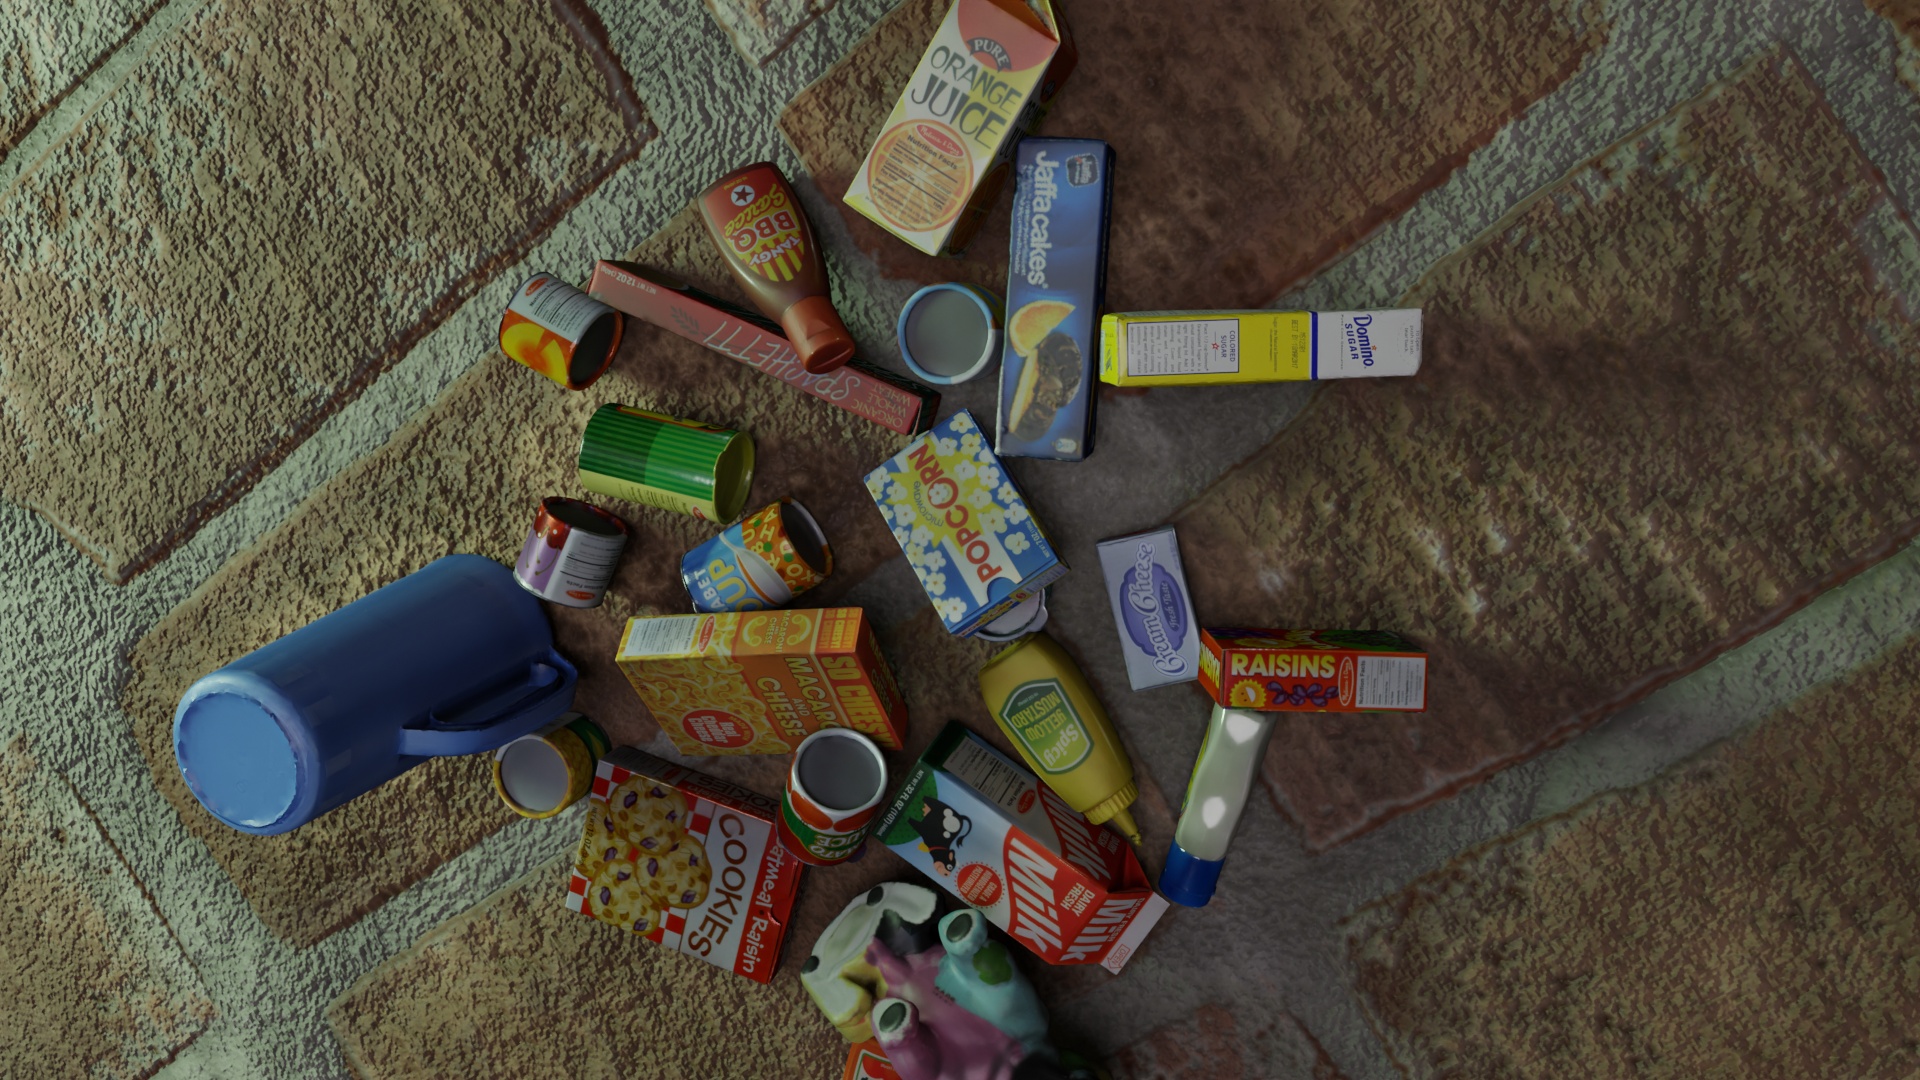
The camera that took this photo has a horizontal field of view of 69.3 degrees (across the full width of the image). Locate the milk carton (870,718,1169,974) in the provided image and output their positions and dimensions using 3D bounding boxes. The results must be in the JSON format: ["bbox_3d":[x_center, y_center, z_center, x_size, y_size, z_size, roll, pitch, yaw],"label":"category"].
[{"bbox_3d":[0.044,0.213,0.937,0.191,0.074,0.072,34,113,7],"label":"milk carton"}]

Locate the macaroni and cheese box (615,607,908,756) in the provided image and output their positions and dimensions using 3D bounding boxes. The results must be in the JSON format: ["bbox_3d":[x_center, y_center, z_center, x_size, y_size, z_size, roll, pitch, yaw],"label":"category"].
[{"bbox_3d":[-0.131,0.098,0.948,0.166,0.040,0.123,-4,140,13],"label":"macaroni and cheese box"}]

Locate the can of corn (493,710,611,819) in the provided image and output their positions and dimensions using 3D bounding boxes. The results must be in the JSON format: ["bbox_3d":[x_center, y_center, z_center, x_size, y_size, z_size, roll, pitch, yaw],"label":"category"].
[{"bbox_3d":[-0.299,0.167,1.023,0.071,0.058,0.071,2,99,14],"label":"can of corn"}]

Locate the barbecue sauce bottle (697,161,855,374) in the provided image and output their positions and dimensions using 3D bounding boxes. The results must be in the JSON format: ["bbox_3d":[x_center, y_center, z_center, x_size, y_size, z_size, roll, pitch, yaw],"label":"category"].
[{"bbox_3d":[-0.116,-0.177,0.910,0.065,0.043,0.149,-27,70,-4],"label":"barbecue sauce bottle"}]

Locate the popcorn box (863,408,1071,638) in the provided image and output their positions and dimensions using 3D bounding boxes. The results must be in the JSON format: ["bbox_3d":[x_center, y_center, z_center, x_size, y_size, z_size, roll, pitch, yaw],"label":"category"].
[{"bbox_3d":[0.003,-0.011,0.907,0.085,0.038,0.127,-34,68,8],"label":"popcorn box"}]

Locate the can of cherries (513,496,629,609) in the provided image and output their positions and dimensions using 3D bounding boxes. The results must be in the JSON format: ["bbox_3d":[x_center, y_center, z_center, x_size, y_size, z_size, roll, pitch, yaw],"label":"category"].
[{"bbox_3d":[-0.279,0.007,0.992,0.071,0.071,0.058,26,104,8],"label":"can of cherries"}]

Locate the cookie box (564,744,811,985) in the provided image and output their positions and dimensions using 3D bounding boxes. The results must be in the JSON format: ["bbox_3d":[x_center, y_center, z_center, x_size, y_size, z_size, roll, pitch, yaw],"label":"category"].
[{"bbox_3d":[-0.196,0.237,1.018,0.167,0.040,0.122,18,102,10],"label":"cookie box"}]

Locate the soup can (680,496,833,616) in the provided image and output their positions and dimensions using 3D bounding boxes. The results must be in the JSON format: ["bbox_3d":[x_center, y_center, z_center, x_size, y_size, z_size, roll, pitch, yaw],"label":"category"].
[{"bbox_3d":[-0.140,0.018,0.957,0.083,0.071,0.071,-30,91,16],"label":"soup can"}]

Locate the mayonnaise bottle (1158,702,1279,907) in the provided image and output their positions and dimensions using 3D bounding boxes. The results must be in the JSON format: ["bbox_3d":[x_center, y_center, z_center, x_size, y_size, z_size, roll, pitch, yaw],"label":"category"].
[{"bbox_3d":[0.168,0.169,0.911,0.041,0.065,0.147,19,106,12],"label":"mayonnaise bottle"}]

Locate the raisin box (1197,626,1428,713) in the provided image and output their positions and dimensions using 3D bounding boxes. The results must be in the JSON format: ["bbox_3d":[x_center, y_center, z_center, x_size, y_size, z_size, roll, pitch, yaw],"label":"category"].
[{"bbox_3d":[0.215,0.080,0.862,0.123,0.086,0.040,2,96,1],"label":"raisin box"}]

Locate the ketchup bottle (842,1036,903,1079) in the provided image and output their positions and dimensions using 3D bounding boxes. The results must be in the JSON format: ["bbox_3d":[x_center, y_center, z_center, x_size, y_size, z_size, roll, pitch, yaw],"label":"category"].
[{"bbox_3d":[-0.061,0.423,1.012,0.065,0.043,0.148,15,102,0],"label":"ketchup bottle"}]

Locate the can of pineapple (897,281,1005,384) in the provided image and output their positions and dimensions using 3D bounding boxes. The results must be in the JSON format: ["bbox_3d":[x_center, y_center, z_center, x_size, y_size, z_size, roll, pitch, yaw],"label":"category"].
[{"bbox_3d":[-0.004,-0.137,0.908,0.071,0.058,0.071,2,99,14],"label":"can of pineapple"}]

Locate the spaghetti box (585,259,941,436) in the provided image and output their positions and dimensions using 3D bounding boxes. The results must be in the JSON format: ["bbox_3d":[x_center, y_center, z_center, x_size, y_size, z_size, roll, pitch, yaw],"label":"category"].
[{"bbox_3d":[-0.132,-0.132,0.944,0.250,0.050,0.028,24,105,9],"label":"spaghetti box"}]

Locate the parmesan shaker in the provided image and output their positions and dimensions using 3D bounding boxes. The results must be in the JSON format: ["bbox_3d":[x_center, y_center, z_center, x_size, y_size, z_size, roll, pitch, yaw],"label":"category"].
[{"bbox_3d":[-0.203,-0.055,0.961,0.103,0.071,0.071,14,101,12],"label":"parmesan shaker"}]

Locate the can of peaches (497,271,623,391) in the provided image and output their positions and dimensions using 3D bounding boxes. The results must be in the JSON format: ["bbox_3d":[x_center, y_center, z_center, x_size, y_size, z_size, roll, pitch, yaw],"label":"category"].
[{"bbox_3d":[-0.278,-0.144,0.970,0.058,0.071,0.071,27,104,8],"label":"can of peaches"}]

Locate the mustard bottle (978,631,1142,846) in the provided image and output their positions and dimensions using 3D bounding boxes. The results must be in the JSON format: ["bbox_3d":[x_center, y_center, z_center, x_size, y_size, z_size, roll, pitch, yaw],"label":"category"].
[{"bbox_3d":[0.077,0.139,0.934,0.065,0.049,0.160,-36,89,17],"label":"mustard bottle"}]

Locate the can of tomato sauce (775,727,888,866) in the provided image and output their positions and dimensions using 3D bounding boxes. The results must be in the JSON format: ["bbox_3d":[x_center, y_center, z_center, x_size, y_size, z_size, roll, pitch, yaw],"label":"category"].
[{"bbox_3d":[-0.087,0.177,0.949,0.071,0.071,0.082,30,142,7],"label":"can of tomato sauce"}]

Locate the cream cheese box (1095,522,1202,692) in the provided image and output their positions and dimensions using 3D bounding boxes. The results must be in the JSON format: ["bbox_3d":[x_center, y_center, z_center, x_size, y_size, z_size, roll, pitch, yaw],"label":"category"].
[{"bbox_3d":[0.128,0.044,0.920,0.053,0.024,0.103,-13,95,15],"label":"cream cheese box"}]

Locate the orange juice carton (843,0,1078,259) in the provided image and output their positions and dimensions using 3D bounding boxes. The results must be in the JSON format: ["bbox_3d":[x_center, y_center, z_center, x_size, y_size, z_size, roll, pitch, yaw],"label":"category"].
[{"bbox_3d":[0.011,-0.278,0.876,0.073,0.072,0.192,34,105,6],"label":"orange juice carton"}]

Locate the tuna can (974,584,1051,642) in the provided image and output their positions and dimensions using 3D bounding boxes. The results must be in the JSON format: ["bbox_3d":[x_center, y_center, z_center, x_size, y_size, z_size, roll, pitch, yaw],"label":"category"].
[{"bbox_3d":[0.030,0.035,0.938,0.071,0.033,0.071,2,98,13],"label":"tuna can"}]
